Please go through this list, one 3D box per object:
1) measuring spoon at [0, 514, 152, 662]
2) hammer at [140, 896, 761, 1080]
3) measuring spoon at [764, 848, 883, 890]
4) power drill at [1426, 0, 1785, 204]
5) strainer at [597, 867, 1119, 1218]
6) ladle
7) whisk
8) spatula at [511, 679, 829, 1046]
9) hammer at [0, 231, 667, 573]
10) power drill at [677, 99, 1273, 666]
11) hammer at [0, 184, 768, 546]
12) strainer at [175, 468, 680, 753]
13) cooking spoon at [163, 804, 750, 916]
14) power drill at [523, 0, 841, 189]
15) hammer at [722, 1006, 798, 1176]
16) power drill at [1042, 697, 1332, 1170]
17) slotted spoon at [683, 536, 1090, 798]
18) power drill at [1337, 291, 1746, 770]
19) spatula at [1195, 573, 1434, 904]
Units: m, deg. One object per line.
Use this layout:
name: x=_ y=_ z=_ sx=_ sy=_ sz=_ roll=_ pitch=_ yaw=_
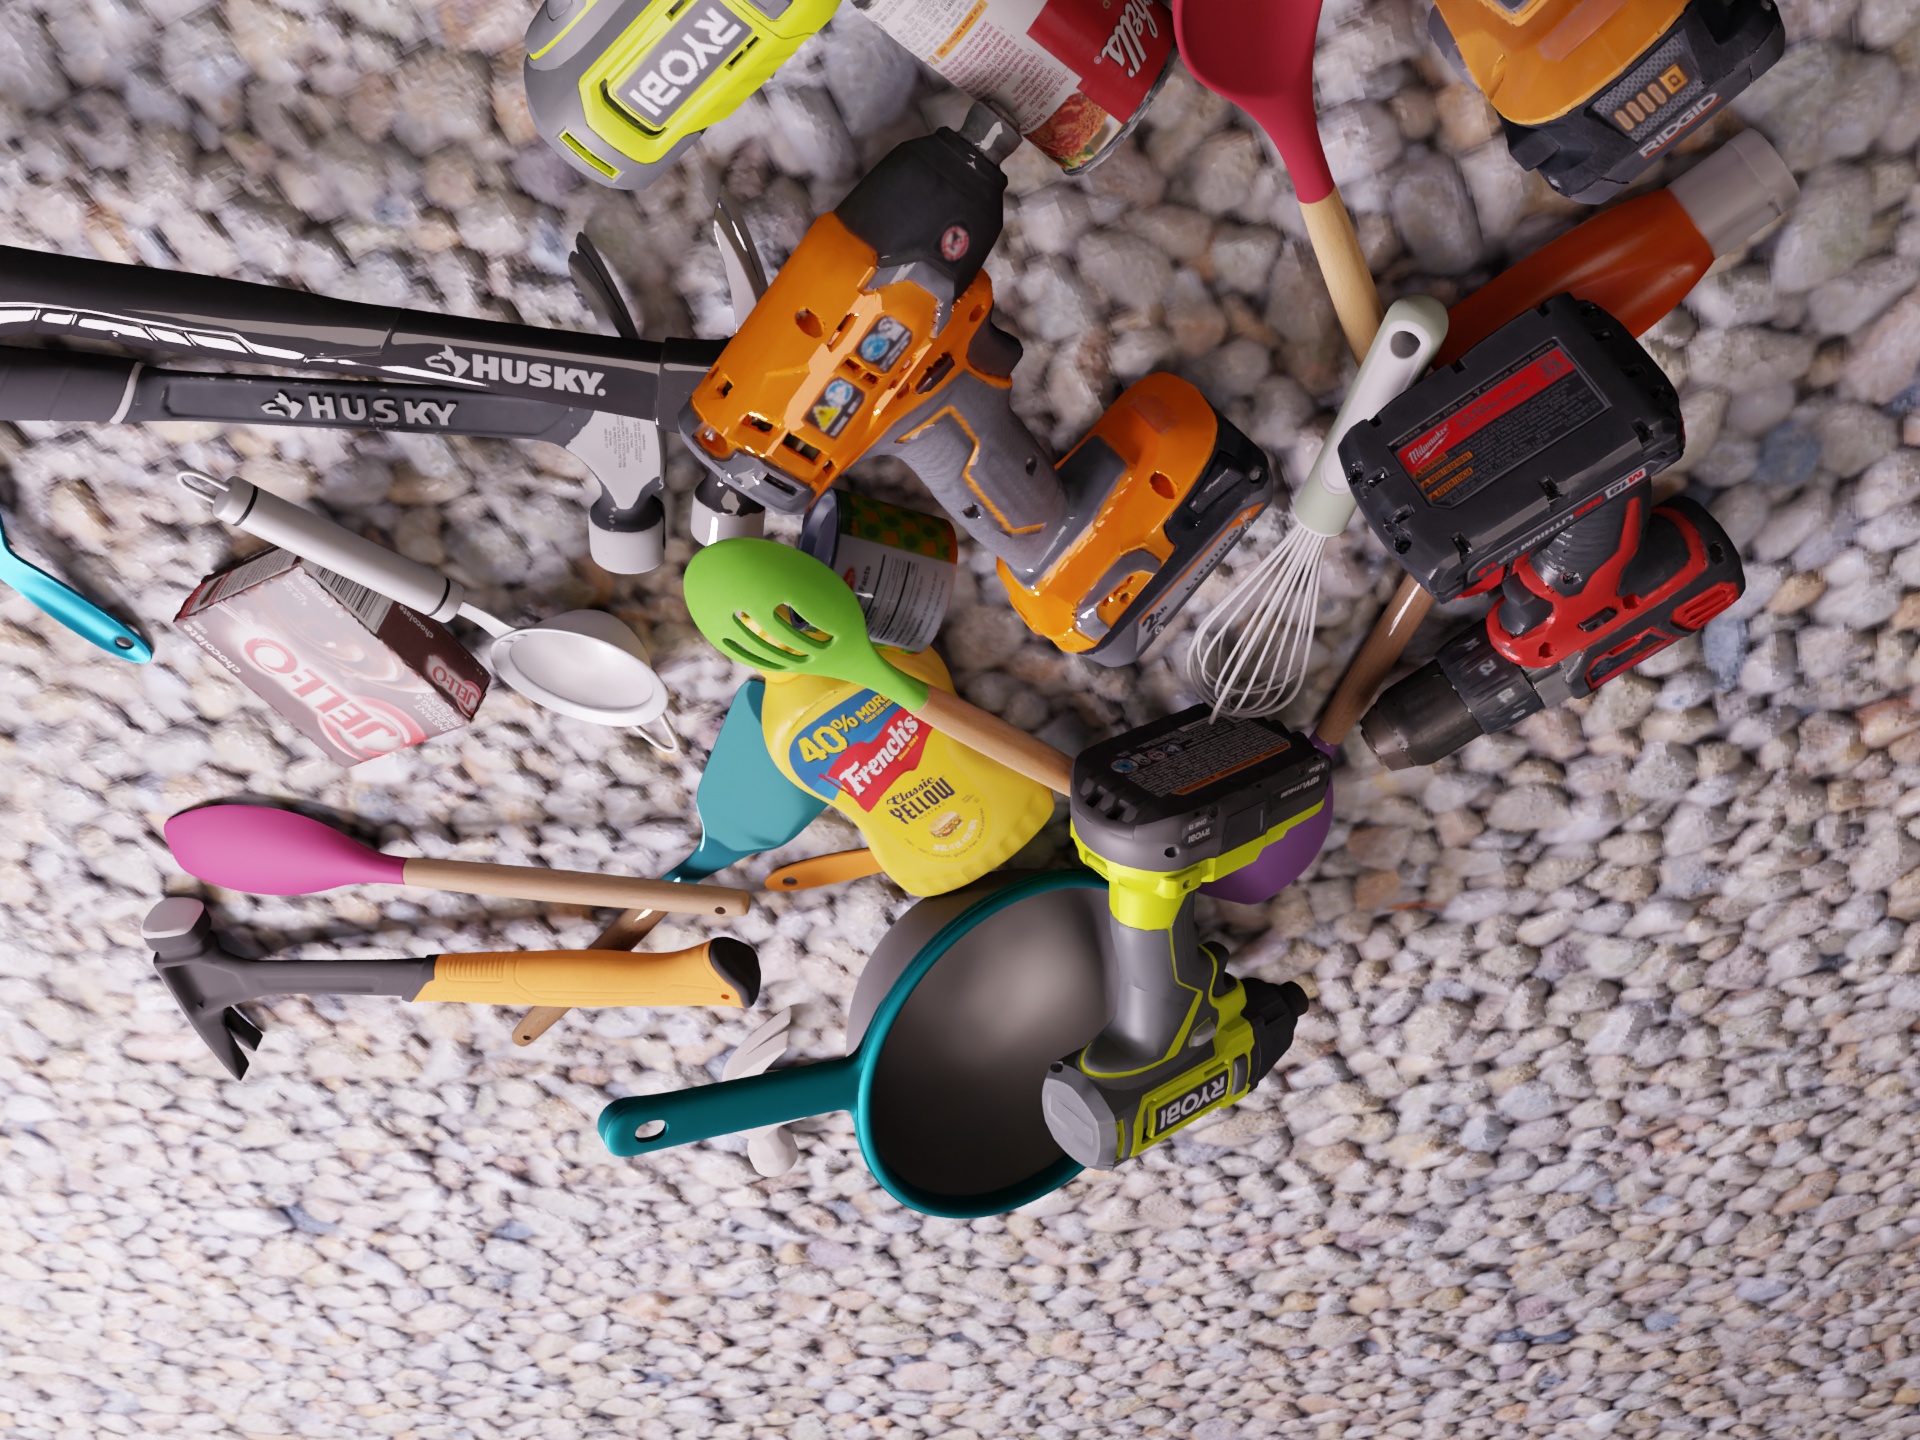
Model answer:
measuring spoon: x=-0.427 y=-0.070 z=0.738 sx=0.042 sy=0.021 sz=0.128 roll=-25 pitch=136 yaw=16
hammer: x=-0.277 y=0.150 z=0.893 sx=0.337 sy=0.034 sz=0.127 roll=-1 pitch=130 yaw=7
measuring spoon: x=-0.053 y=0.082 z=0.887 sx=0.117 sy=0.011 sz=0.021 roll=-12 pitch=130 yaw=7
power drill: x=0.142 y=-0.249 z=0.458 sx=0.226 sy=0.186 sz=0.084 roll=29 pitch=128 yaw=-30
strainer: x=-0.039 y=0.166 z=0.852 sx=0.340 sy=0.095 sz=0.211 roll=-5 pitch=113 yaw=-31
ladle: x=0.151 y=-0.191 z=0.634 sx=0.069 sy=0.031 sz=0.315 roll=-39 pitch=135 yaw=-1
whisk: x=0.157 y=-0.085 z=0.713 sx=0.058 sy=0.059 sz=0.246 roll=29 pitch=137 yaw=10
spatula: x=-0.171 y=0.098 z=0.888 sx=0.082 sy=0.044 sz=0.317 roll=29 pitch=128 yaw=-25
hammer: x=-0.330 y=-0.140 z=0.667 sx=0.409 sy=0.036 sz=0.149 roll=3 pitch=129 yaw=-5
power drill: x=0.022 y=-0.126 z=0.632 sx=0.226 sy=0.084 sz=0.164 roll=25 pitch=111 yaw=-40
hammer: x=-0.235 y=-0.154 z=0.618 sx=0.334 sy=0.035 sz=0.146 roll=7 pitch=128 yaw=-8
strainer: x=-0.224 y=-0.053 z=0.716 sx=0.087 sy=0.050 sz=0.258 roll=-16 pitch=148 yaw=40
cooking spoon: x=-0.270 y=0.083 z=0.848 sx=0.319 sy=0.017 sz=0.068 roll=5 pitch=130 yaw=4
power drill: x=-0.127 y=-0.295 z=0.496 sx=0.190 sy=0.080 sz=0.228 roll=-31 pitch=135 yaw=33
hammer: x=0.012 y=0.212 z=0.988 sx=0.331 sy=0.031 sz=0.129 roll=-11 pitch=130 yaw=5
power drill: x=0.124 y=0.110 z=0.829 sx=0.171 sy=0.080 sz=0.223 roll=-20 pitch=124 yaw=-31
slotted spoon: x=-0.001 y=-0.002 z=0.742 sx=0.070 sy=0.031 sz=0.313 roll=-28 pitch=142 yaw=31
power drill: x=0.240 y=-0.062 z=0.700 sx=0.188 sy=0.080 sz=0.226 roll=-33 pitch=147 yaw=16
spatula: x=0.203 y=-0.010 z=0.819 sx=0.059 sy=0.018 sz=0.315 roll=14 pitch=129 yaw=-10
